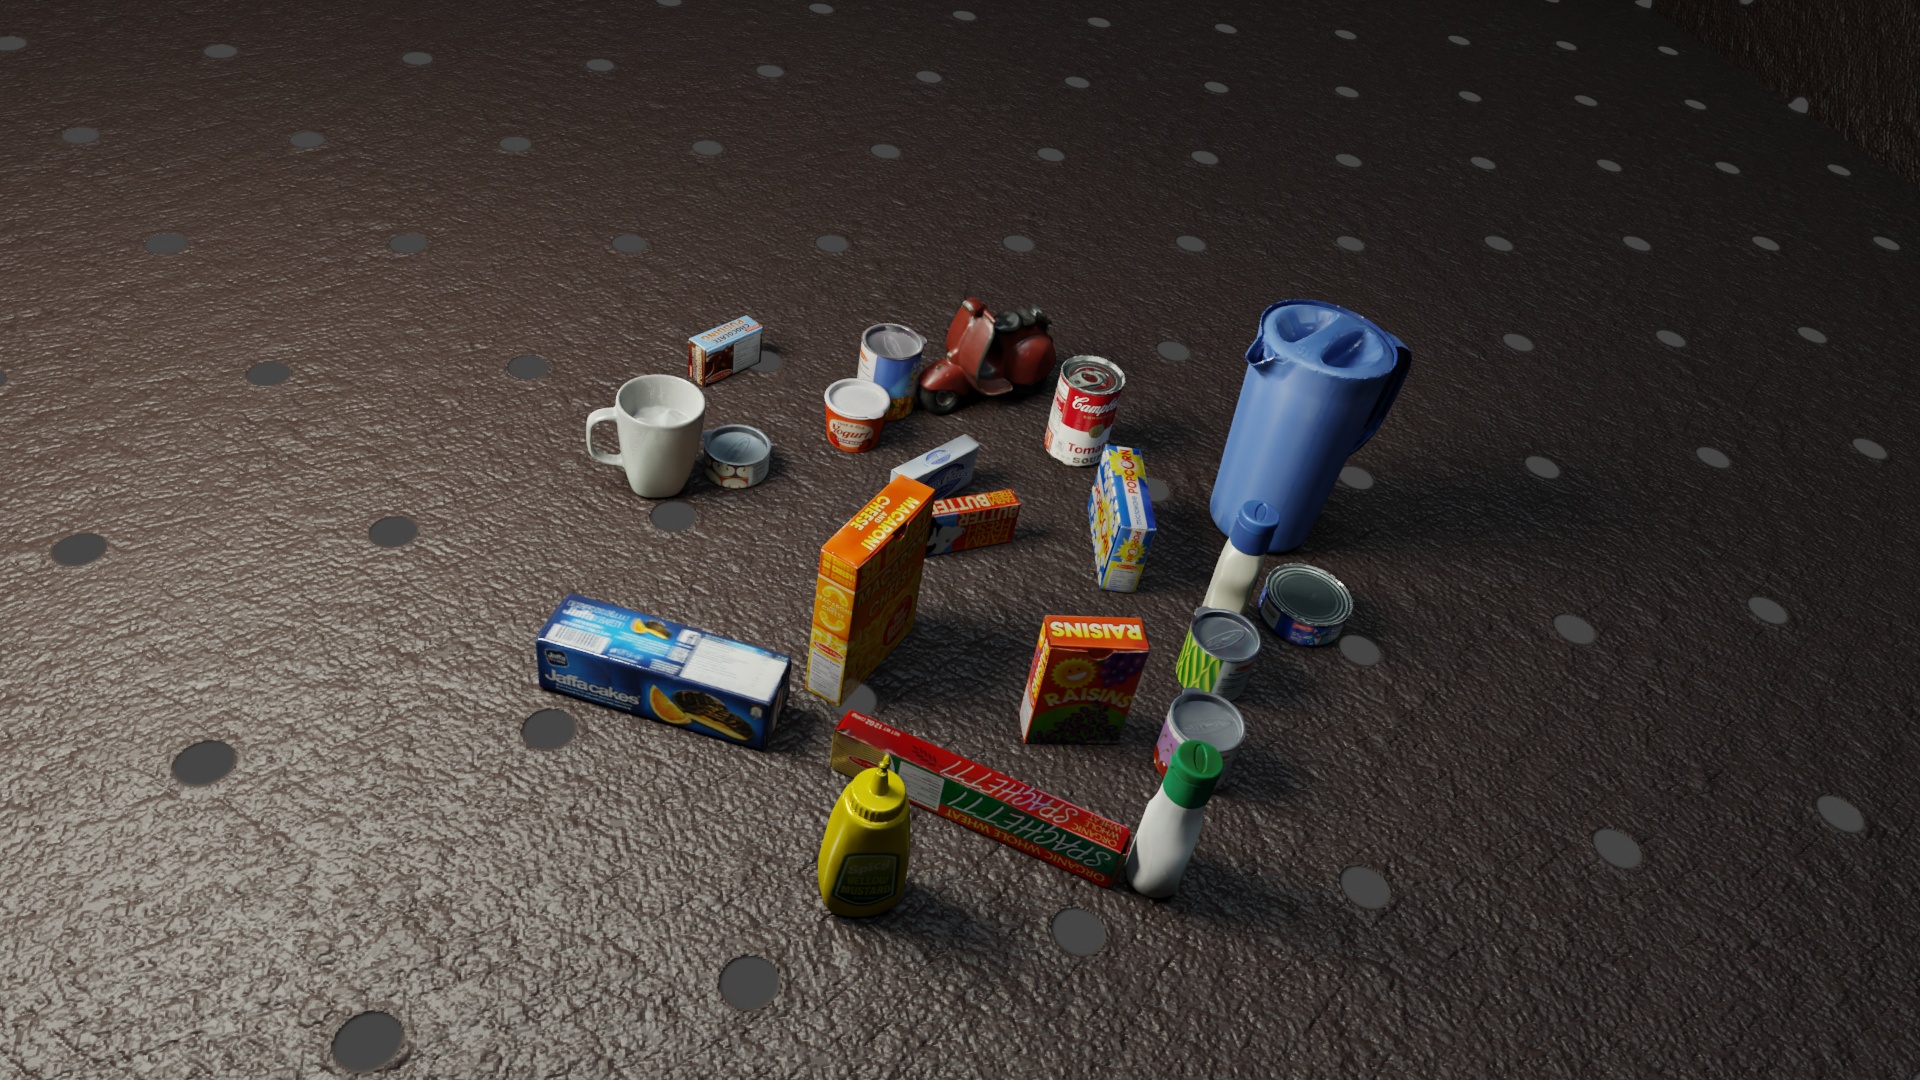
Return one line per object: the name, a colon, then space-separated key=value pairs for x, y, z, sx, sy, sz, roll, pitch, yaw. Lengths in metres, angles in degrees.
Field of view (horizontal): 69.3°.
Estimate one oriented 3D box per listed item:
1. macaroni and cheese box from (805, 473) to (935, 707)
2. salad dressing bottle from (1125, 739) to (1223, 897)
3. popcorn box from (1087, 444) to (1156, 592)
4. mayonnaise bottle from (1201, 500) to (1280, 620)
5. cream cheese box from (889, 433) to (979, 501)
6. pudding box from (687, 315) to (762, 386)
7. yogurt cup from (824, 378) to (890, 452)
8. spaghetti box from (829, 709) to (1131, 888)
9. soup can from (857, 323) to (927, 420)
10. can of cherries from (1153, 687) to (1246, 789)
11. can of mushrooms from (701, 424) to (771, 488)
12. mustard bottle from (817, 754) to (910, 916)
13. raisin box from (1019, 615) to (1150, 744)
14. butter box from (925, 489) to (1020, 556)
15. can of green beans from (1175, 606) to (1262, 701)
macaroni and cheese box: x=-0.076 y=0.043 z=1.180 sx=0.040 sy=0.165 sz=0.124 roll=26 pitch=43 yaw=16
salad dressing bottle: x=0.163 y=0.213 z=1.058 sx=0.044 sy=0.146 sz=0.064 roll=11 pitch=41 yaw=0
popcorn box: x=0.157 y=-0.022 z=1.369 sx=0.038 sy=0.084 sz=0.127 roll=5 pitch=41 yaw=-7
mayonnaise bottle: x=0.257 y=0.029 z=1.286 sx=0.041 sy=0.147 sz=0.065 roll=19 pitch=42 yaw=9
cream cheese box: x=-0.027 y=-0.064 z=1.398 sx=0.104 sy=0.053 sz=0.024 roll=-29 pitch=55 yaw=-37
pudding box: x=-0.255 y=-0.206 z=1.508 sx=0.030 sy=0.049 sz=0.084 roll=36 pitch=46 yaw=25
yogurt cup: x=-0.110 y=-0.129 z=1.452 sx=0.072 sy=0.053 sz=0.073 roll=7 pitch=41 yaw=-6
spaghetti box: x=0.014 y=0.206 z=1.106 sx=0.250 sy=0.049 sz=0.029 roll=21 pitch=42 yaw=11
soup can: x=-0.075 y=-0.181 z=1.495 sx=0.071 sy=0.083 sz=0.072 roll=7 pitch=41 yaw=-6
can of cherries: x=0.202 y=0.170 z=1.183 sx=0.071 sy=0.058 sz=0.072 roll=7 pitch=41 yaw=-6
can of mushrooms: x=-0.226 y=-0.085 z=1.391 sx=0.071 sy=0.033 sz=0.071 roll=7 pitch=41 yaw=-6
mustard bottle: x=-0.066 y=0.210 z=0.999 sx=0.065 sy=0.159 sz=0.049 roll=1 pitch=42 yaw=-12
raisin box: x=0.102 y=0.119 z=1.168 sx=0.086 sy=0.122 sz=0.040 roll=3 pitch=42 yaw=-10
butter box: x=0.005 y=-0.017 z=1.352 sx=0.104 sy=0.052 sz=0.024 roll=-10 pitch=45 yaw=-23
can of green beans: x=0.234 y=0.105 z=1.264 sx=0.071 sy=0.057 sz=0.071 roll=7 pitch=41 yaw=-6
